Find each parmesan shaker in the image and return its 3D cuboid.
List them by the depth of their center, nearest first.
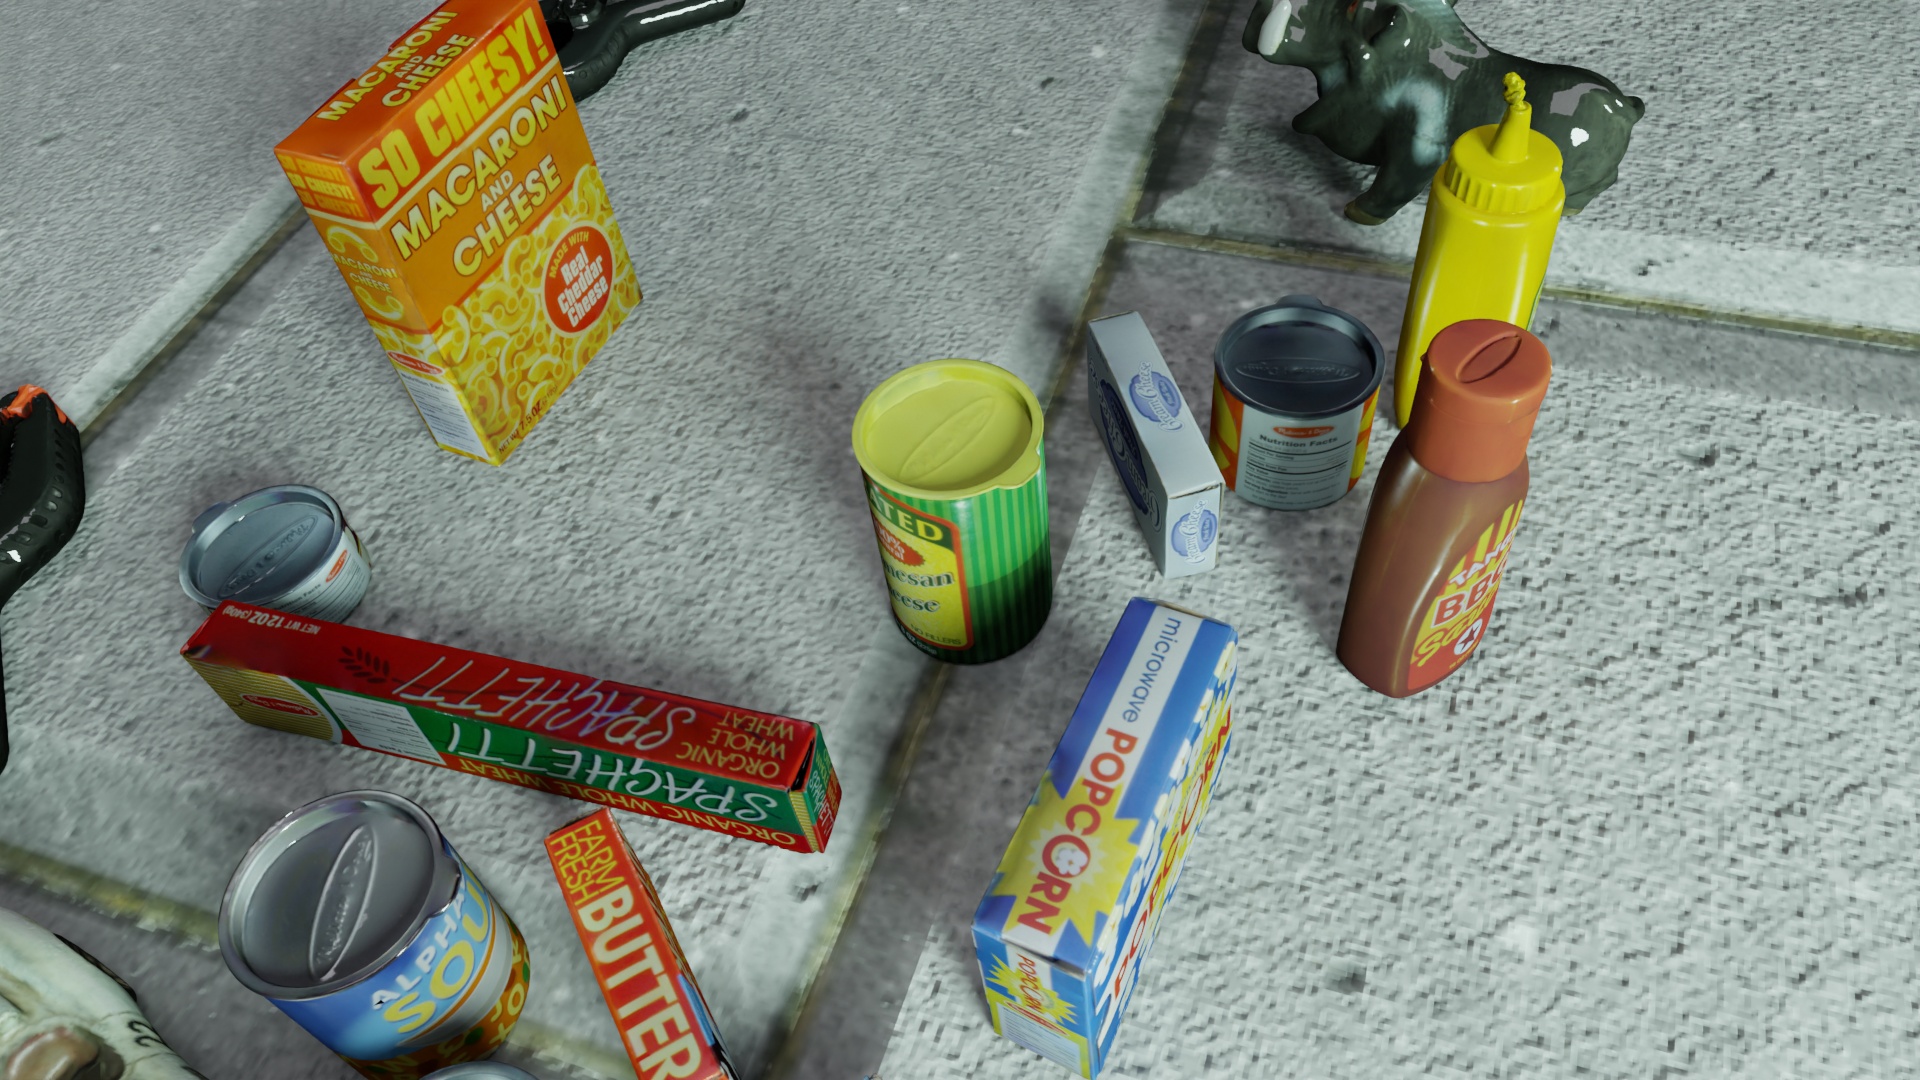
[{"bbox_3d":[0.002,-0.006,0.516,0.071,0.102,0.072,-3,51,4],"label":"parmesan shaker"}]

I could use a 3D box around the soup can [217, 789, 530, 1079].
[{"bbox_3d":[-0.178,0.128,0.439,0.071,0.083,0.072,-3,51,4],"label":"soup can"}]

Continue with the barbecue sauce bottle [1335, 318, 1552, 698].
[{"bbox_3d":[0.164,-0.009,0.470,0.065,0.147,0.044,-36,56,-21],"label":"barbecue sauce bottle"}]

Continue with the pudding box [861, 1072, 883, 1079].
[{"bbox_3d":[-0.039,0.197,0.389,0.030,0.049,0.084,31,60,27],"label":"pudding box"}]

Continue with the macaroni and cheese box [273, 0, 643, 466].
[{"bbox_3d":[-0.208,-0.133,0.603,0.040,0.165,0.124,16,55,19],"label":"macaroni and cheese box"}]

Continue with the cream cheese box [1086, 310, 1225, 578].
[{"bbox_3d":[0.078,-0.040,0.566,0.024,0.053,0.104,-14,51,-5],"label":"cream cheese box"}]

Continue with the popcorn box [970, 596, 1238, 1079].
[{"bbox_3d":[0.049,0.092,0.441,0.038,0.084,0.127,18,55,20],"label":"popcorn box"}]

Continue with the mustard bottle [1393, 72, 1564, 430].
[{"bbox_3d":[0.202,-0.108,0.538,0.049,0.159,0.065,10,53,15],"label":"mustard bottle"}]

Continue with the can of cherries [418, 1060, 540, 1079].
[{"bbox_3d":[-0.136,0.194,0.397,0.071,0.058,0.072,-3,51,4],"label":"can of cherries"}]

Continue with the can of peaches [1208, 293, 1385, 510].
[{"bbox_3d":[0.136,-0.056,0.570,0.071,0.057,0.071,-3,51,4],"label":"can of peaches"}]

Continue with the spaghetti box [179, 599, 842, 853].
[{"bbox_3d":[-0.165,0.067,0.509,0.250,0.050,0.029,10,53,14],"label":"spaghetti box"}]

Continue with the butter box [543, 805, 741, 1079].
[{"bbox_3d":[-0.099,0.139,0.441,0.024,0.052,0.104,-26,53,-14],"label":"butter box"}]

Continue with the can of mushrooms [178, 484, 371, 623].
[{"bbox_3d":[-0.286,0.010,0.581,0.071,0.033,0.071,-3,51,4],"label":"can of mushrooms"}]
